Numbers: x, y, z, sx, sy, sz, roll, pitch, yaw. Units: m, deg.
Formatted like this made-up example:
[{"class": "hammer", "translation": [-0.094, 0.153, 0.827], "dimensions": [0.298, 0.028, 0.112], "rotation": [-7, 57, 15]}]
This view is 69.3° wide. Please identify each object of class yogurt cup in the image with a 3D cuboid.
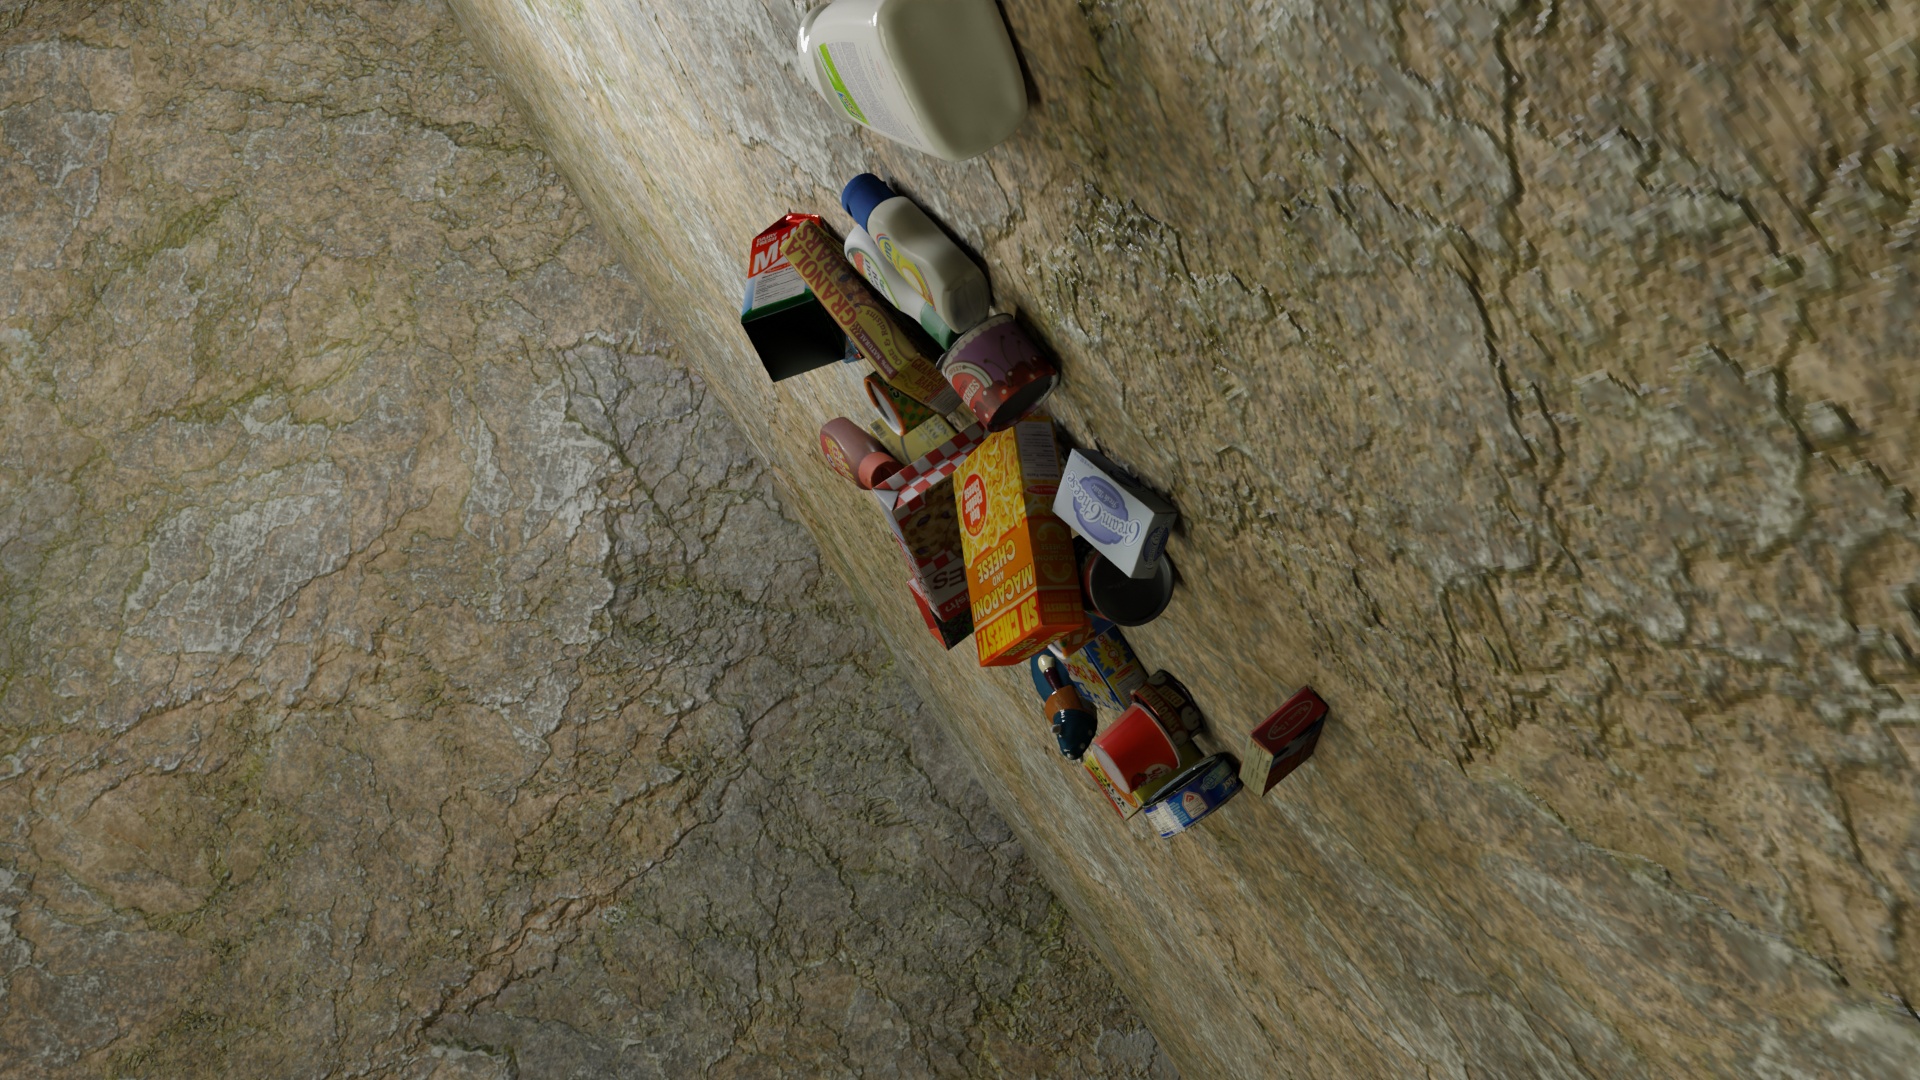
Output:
[{"class": "yogurt cup", "translation": [0.151, 0.183, 1.210], "dimensions": [0.072, 0.054, 0.072], "rotation": [53, 169, 15]}]

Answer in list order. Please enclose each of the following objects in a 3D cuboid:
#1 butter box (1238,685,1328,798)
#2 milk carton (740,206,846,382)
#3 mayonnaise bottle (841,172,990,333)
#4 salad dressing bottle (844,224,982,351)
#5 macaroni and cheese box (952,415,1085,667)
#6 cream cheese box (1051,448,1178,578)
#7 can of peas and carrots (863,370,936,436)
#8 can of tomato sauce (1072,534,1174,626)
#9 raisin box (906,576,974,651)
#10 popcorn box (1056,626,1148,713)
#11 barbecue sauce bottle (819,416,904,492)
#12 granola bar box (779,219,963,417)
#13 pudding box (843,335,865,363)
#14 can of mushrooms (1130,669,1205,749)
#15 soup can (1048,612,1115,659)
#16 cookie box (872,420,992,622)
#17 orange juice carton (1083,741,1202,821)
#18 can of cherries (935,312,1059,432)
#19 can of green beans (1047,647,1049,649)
[{"class": "butter box", "translation": [0.222, 0.141, 0.962], "dimensions": [0.024, 0.053, 0.103], "rotation": [47, 168, 24]}, {"class": "milk carton", "translation": [-0.152, -0.239, 1.301], "dimensions": [0.191, 0.073, 0.072], "rotation": [-94, -17, -48]}, {"class": "mayonnaise bottle", "translation": [-0.036, -0.220, 1.037], "dimensions": [0.148, 0.041, 0.064], "rotation": [49, 169, 29]}, {"class": "salad dressing bottle", "translation": [-0.036, -0.200, 1.094], "dimensions": [0.148, 0.044, 0.064], "rotation": [48, 170, 35]}, {"class": "macaroni and cheese box", "translation": [0.043, 0.003, 1.081], "dimensions": [0.123, 0.040, 0.167], "rotation": [138, 128, -60]}, {"class": "cream cheese box", "translation": [0.108, -0.020, 0.985], "dimensions": [0.104, 0.024, 0.053], "rotation": [44, 124, 48]}, {"class": "can of peas and carrots", "translation": [-0.049, -0.141, 1.290], "dimensions": [0.071, 0.059, 0.070], "rotation": [52, 168, 15]}, {"class": "can of tomato sauce", "translation": [0.114, 0.026, 1.052], "dimensions": [0.071, 0.071, 0.083], "rotation": [58, 170, -11]}, {"class": "raisin box", "translation": [0.016, 0.040, 1.373], "dimensions": [0.040, 0.123, 0.085], "rotation": [44, 164, 40]}, {"class": "popcorn box", "translation": [0.131, 0.115, 1.326], "dimensions": [0.085, 0.038, 0.126], "rotation": [56, 169, -7]}, {"class": "barbecue sauce bottle", "translation": [-0.093, -0.077, 1.349], "dimensions": [0.064, 0.044, 0.149], "rotation": [65, 167, -24]}, {"class": "granola bar box", "translation": [-0.070, -0.186, 1.183], "dimensions": [0.166, 0.039, 0.124], "rotation": [52, -169, 21]}, {"class": "pudding box", "translation": [-0.090, -0.195, 1.331], "dimensions": [0.030, 0.050, 0.083], "rotation": [59, 169, -12]}, {"class": "can of mushrooms", "translation": [0.181, 0.149, 1.219], "dimensions": [0.071, 0.033, 0.071], "rotation": [53, 170, 15]}, {"class": "soup can", "translation": [0.098, 0.046, 1.134], "dimensions": [0.071, 0.084, 0.071], "rotation": [53, 169, 16]}, {"class": "cookie box", "translation": [0.004, -0.016, 1.255], "dimensions": [0.040, 0.123, 0.166], "rotation": [47, 166, 40]}, {"class": "orange juice carton", "translation": [0.173, 0.220, 1.361], "dimensions": [0.072, 0.073, 0.192], "rotation": [53, 169, 14]}, {"class": "can of cherries", "translation": [0.026, -0.118, 0.992], "dimensions": [0.058, 0.071, 0.071], "rotation": [53, 169, 14]}, {"class": "can of green beans", "translation": [0.088, 0.056, 1.259], "dimensions": [0.071, 0.071, 0.057], "rotation": [41, 162, 52]}]
